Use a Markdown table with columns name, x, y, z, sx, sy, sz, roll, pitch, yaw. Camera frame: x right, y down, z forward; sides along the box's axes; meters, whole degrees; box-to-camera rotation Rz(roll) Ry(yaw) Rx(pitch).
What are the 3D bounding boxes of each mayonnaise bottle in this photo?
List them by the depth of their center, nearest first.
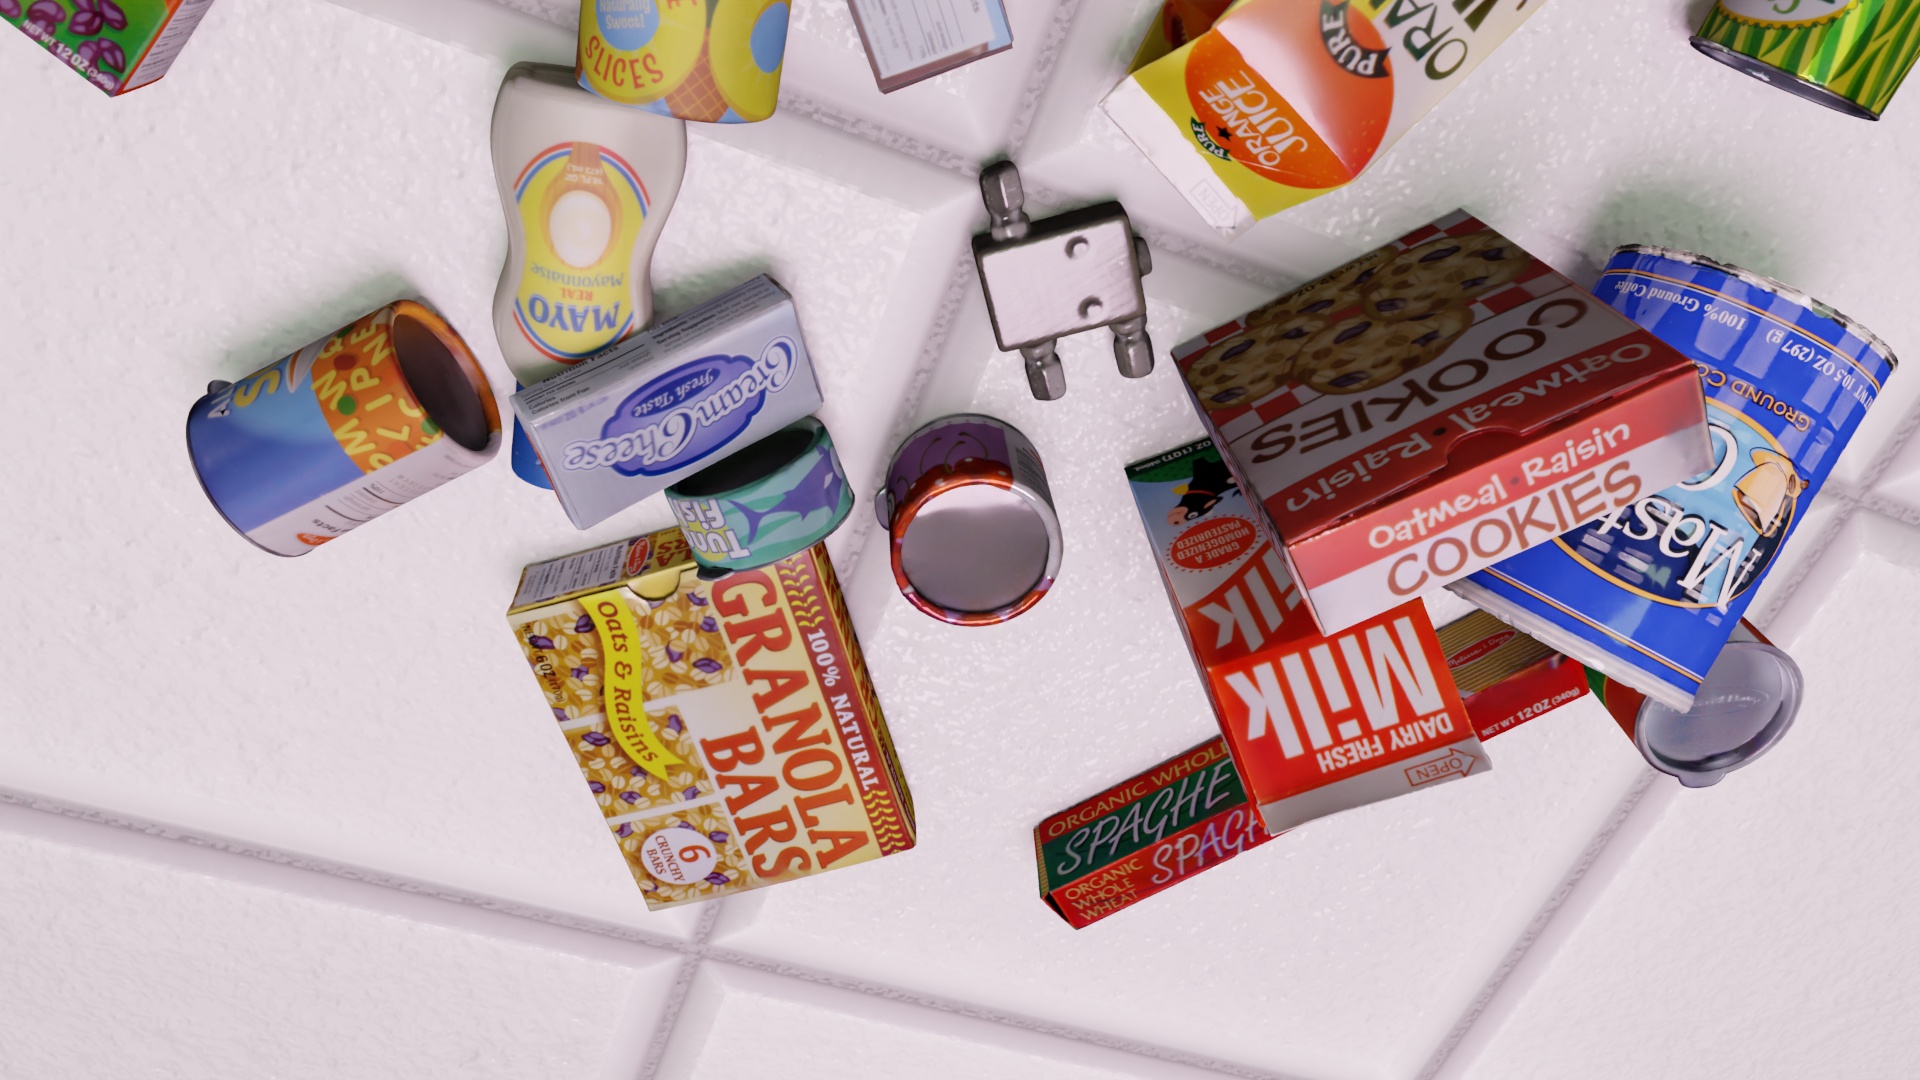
| name | x | y | z | sx | sy | sz | roll | pitch | yaw |
| --- | --- | --- | --- | --- | --- | --- | --- | --- | --- |
| mayonnaise bottle | -0.137 | -0.090 | 0.496 | 0.065 | 0.041 | 0.147 | 5 | 118 | -16 |

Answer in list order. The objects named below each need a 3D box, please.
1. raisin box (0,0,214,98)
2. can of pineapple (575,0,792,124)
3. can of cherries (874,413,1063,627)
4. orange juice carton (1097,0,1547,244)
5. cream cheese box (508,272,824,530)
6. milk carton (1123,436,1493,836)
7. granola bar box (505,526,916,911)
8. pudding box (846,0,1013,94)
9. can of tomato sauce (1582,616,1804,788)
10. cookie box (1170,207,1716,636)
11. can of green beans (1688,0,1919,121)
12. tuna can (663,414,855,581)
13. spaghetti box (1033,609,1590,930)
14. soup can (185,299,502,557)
| name | x | y | z | sx | sy | sz | roll | pitch | yaw |
| --- | --- | --- | --- | --- | --- | --- | --- | --- | --- |
| raisin box | -0.258 | -0.212 | 0.423 | 0.086 | 0.040 | 0.123 | 39 | 110 | -21 |
| can of pineapple | -0.088 | -0.170 | 0.442 | 0.071 | 0.071 | 0.057 | 9 | 117 | -9 |
| can of cherries | 0.002 | -0.007 | 0.542 | 0.071 | 0.058 | 0.071 | -2 | 118 | -4 |
| orange juice carton | 0.136 | -0.187 | 0.448 | 0.071 | 0.073 | 0.192 | 39 | 109 | -22 |
| cream cheese box | -0.103 | -0.050 | 0.500 | 0.104 | 0.024 | 0.053 | -29 | 139 | -16 |
| milk carton | 0.118 | 0.032 | 0.497 | 0.072 | 0.191 | 0.073 | -19 | 118 | 6 |
| granola bar box | -0.099 | 0.074 | 0.588 | 0.124 | 0.039 | 0.164 | -15 | 118 | 3 |
| pudding box | -0.018 | -0.197 | 0.456 | 0.049 | 0.030 | 0.083 | -18 | 118 | 6 |
| can of tomato sauce | 0.296 | 0.050 | 0.582 | 0.071 | 0.083 | 0.070 | -2 | 119 | -3 |
| cookie box | 0.149 | -0.049 | 0.469 | 0.123 | 0.168 | 0.040 | -25 | 117 | 9 |
| can of green beans | 0.294 | -0.182 | 0.468 | 0.071 | 0.071 | 0.057 | 17 | 115 | -13 |
| tuna can | -0.078 | -0.017 | 0.524 | 0.071 | 0.071 | 0.032 | -18 | 117 | 5 |
| spaghetti box | 0.148 | 0.099 | 0.615 | 0.250 | 0.050 | 0.028 | -28 | 116 | 11 |
| soup can | -0.221 | -0.043 | 0.502 | 0.084 | 0.071 | 0.071 | -25 | 117 | 8 |
